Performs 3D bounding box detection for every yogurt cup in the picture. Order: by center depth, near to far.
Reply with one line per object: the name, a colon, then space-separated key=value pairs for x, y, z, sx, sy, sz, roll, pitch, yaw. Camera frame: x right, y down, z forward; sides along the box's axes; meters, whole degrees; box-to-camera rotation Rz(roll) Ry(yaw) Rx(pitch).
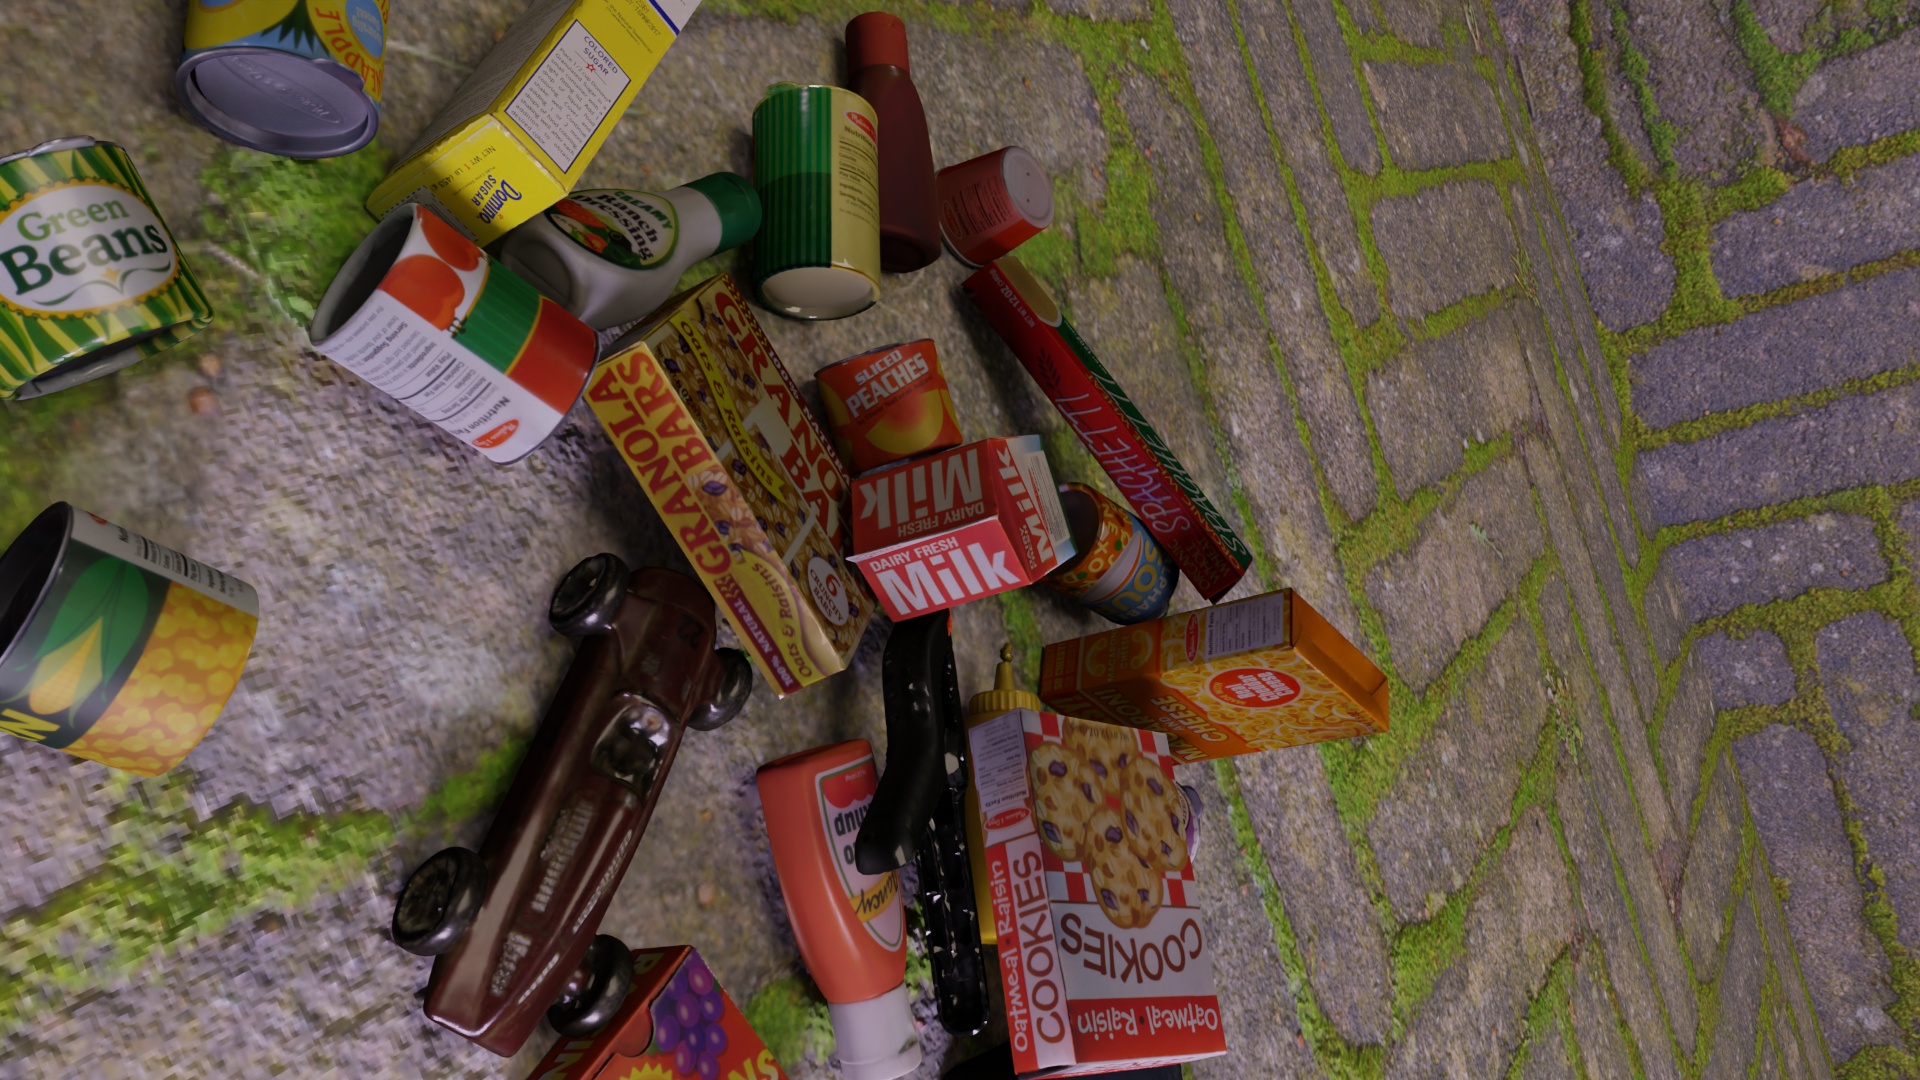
yogurt cup: x=0.022 y=-0.212 z=0.871 sx=0.072 sy=0.054 sz=0.072 roll=24 pitch=58 yaw=-45

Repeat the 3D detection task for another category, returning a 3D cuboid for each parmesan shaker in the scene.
parmesan shaker: x=-0.077 y=-0.174 z=0.718 sx=0.071 sy=0.071 sz=0.103 roll=19 pitch=63 yaw=-48

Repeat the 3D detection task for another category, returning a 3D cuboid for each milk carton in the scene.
milk carton: x=0.002 y=-0.009 z=0.699 sx=0.191 sy=0.072 sz=0.073 roll=-22 pitch=95 yaw=-76

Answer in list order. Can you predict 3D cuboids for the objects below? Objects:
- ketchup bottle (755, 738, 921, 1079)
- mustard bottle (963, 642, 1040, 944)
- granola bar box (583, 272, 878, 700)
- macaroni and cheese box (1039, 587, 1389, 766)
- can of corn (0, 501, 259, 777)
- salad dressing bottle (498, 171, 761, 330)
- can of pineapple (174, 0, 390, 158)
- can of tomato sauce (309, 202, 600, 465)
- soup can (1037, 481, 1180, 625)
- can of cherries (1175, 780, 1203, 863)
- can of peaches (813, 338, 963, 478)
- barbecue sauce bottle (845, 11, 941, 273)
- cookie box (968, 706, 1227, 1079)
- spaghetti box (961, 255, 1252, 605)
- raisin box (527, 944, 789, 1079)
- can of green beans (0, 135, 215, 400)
ketchup bottle: x=-0.052 y=0.169 z=0.636 sx=0.065 sy=0.043 sz=0.149 roll=-6 pitch=82 yaw=-62
mustard bottle: x=0.025 y=0.133 z=0.745 sx=0.065 sy=0.048 sz=0.161 roll=27 pitch=56 yaw=-46
granola bar box: x=-0.094 y=-0.030 z=0.630 sx=0.165 sy=0.039 sz=0.125 roll=60 pitch=18 yaw=-17
macaroni and cheese box: x=0.150 y=0.087 z=0.826 sx=0.123 sy=0.166 sz=0.040 roll=37 pitch=49 yaw=-39
can of corn: x=-0.254 y=0.033 z=0.411 sx=0.058 sy=0.071 sz=0.071 roll=35 pitch=51 yaw=-40
salad dressing bottle: x=-0.144 y=-0.137 z=0.631 sx=0.064 sy=0.043 sz=0.148 roll=37 pitch=34 yaw=5
can of pineapple: x=-0.243 y=-0.182 z=0.505 sx=0.071 sy=0.071 sz=0.058 roll=18 pitch=63 yaw=-48
can of tomato sauce: x=-0.192 y=-0.080 z=0.533 sx=0.083 sy=0.071 sz=0.071 roll=38 pitch=49 yaw=-37
soup can: x=0.087 y=0.010 z=0.855 sx=0.083 sy=0.071 sz=0.071 roll=28 pitch=56 yaw=-43
can of cherries: x=0.098 y=0.167 z=0.808 sx=0.058 sy=0.071 sz=0.071 roll=10 pitch=69 yaw=-49
can of peaches: x=-0.037 y=-0.069 z=0.726 sx=0.071 sy=0.071 sz=0.058 roll=-18 pitch=92 yaw=-54
barbecue sauce bottle: x=-0.044 y=-0.233 z=0.803 sx=0.065 sy=0.043 sz=0.149 roll=15 pitch=64 yaw=-49
cookie box: x=0.068 y=0.176 z=0.694 sx=0.123 sy=0.040 sz=0.168 roll=17 pitch=56 yaw=-44
spaghetti box: x=0.093 y=-0.071 z=0.862 sx=0.250 sy=0.028 sz=0.050 roll=52 pitch=24 yaw=1
raisin box: x=-0.108 y=0.233 z=0.543 sx=0.123 sy=0.040 sz=0.086 roll=60 pitch=40 yaw=-17
can of green beans: x=-0.275 y=-0.082 z=0.426 sx=0.071 sy=0.071 sz=0.057 roll=-40 pitch=109 yaw=-51
